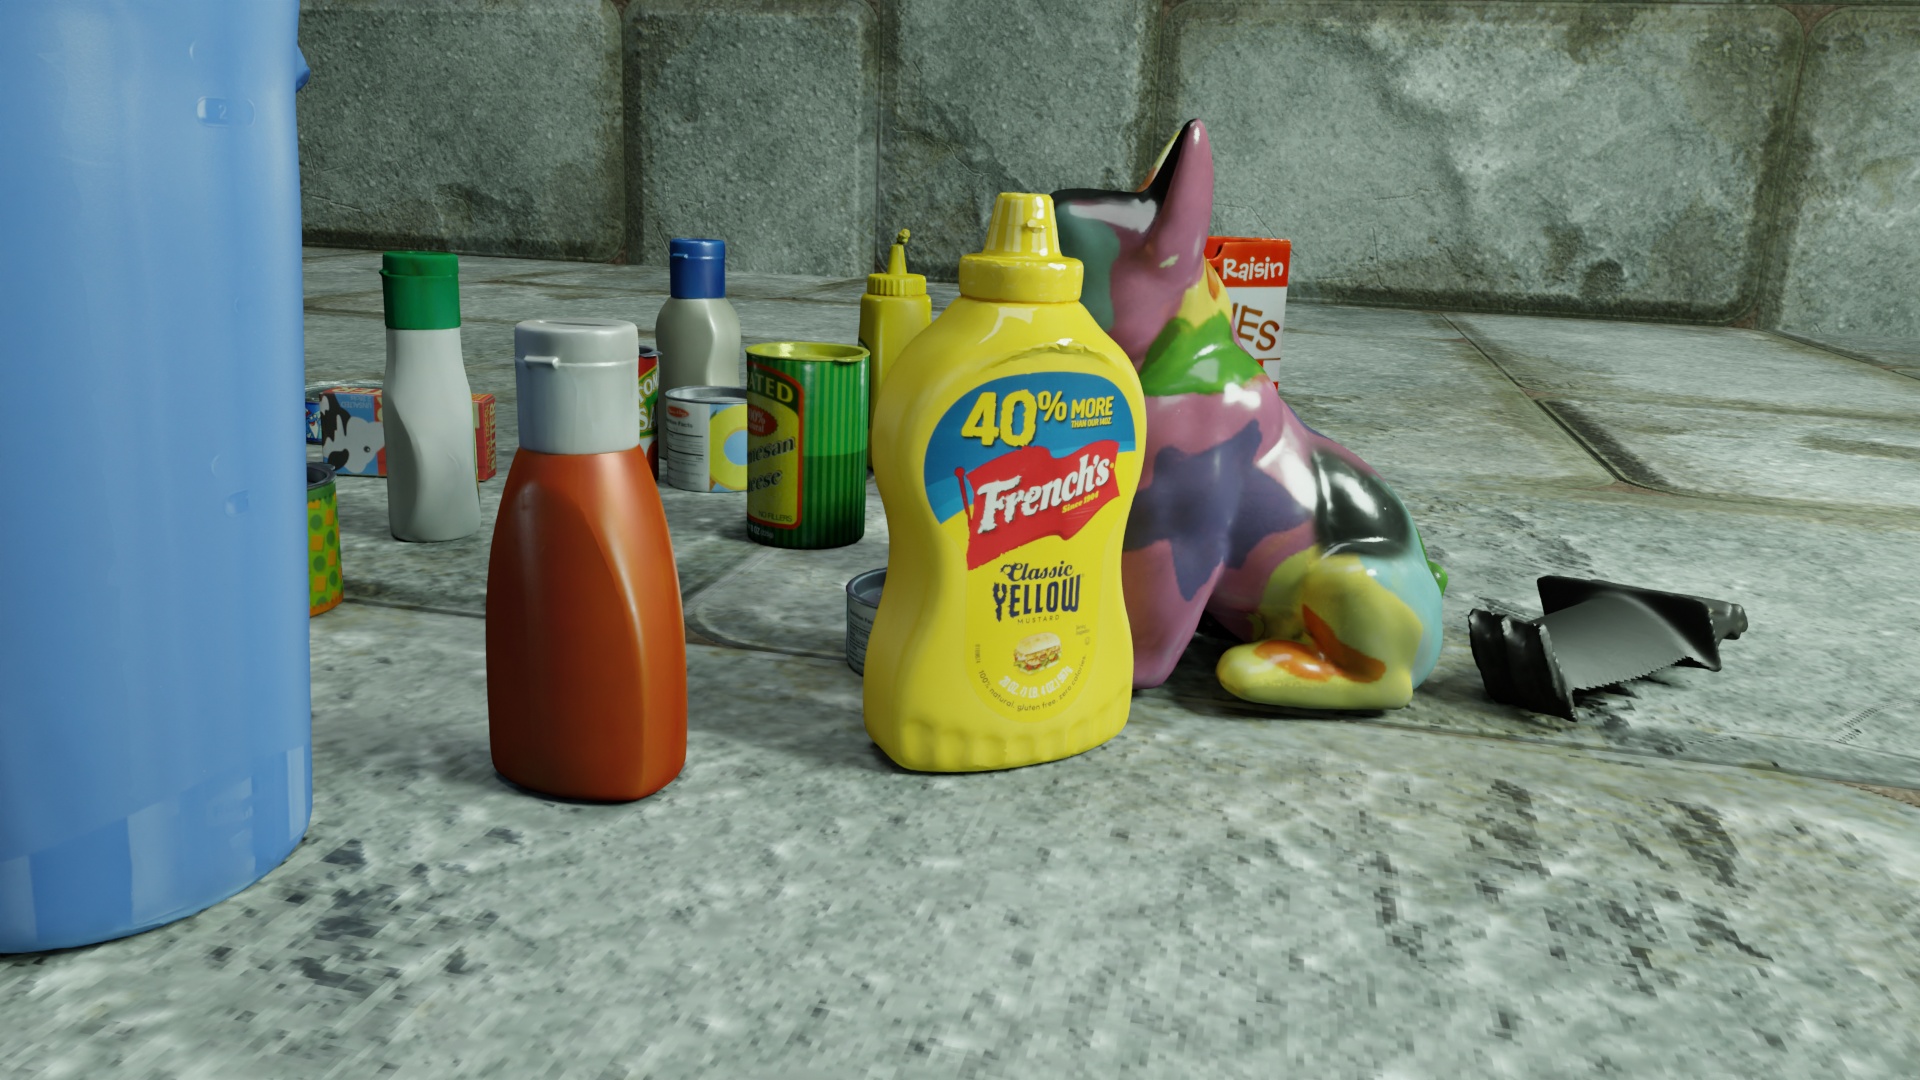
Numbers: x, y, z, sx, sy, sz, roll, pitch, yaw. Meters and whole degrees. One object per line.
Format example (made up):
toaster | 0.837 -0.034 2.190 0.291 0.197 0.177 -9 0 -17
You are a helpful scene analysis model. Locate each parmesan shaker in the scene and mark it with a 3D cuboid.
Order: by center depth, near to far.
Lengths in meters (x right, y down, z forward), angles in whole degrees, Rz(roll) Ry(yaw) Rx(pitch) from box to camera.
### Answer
parmesan shaker | -0.082 -0.052 0.751 0.071 0.102 0.071 2 14 0

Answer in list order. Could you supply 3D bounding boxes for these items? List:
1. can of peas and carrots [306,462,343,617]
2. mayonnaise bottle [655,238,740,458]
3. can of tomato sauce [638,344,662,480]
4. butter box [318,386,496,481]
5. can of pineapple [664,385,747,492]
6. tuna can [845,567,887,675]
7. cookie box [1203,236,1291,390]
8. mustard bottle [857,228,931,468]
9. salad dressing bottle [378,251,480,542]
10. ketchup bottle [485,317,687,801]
can of peas and carrots | -0.305 0.000 0.608 0.071 0.058 0.071 2 15 0
mayonnaise bottle | -0.175 -0.127 0.933 0.065 0.147 0.041 10 16 27
can of tomato sauce | -0.221 -0.079 0.872 0.071 0.082 0.071 2 14 0
butter box | -0.342 -0.066 0.863 0.103 0.053 0.024 3 14 1
can of pineapple | -0.151 -0.065 0.880 0.071 0.057 0.071 2 15 0
tuna can | -0.013 0.034 0.574 0.071 0.032 0.071 2 15 0
cookie box | 0.134 -0.100 0.839 0.123 0.167 0.040 -5 16 -25
mustard bottle | -0.045 -0.129 0.938 0.049 0.159 0.065 -2 15 -17
salad dressing bottle | -0.277 -0.075 0.723 0.044 0.147 0.064 -8 17 -35
ketchup bottle | -0.119 0.006 0.439 0.065 0.148 0.044 7 15 19
